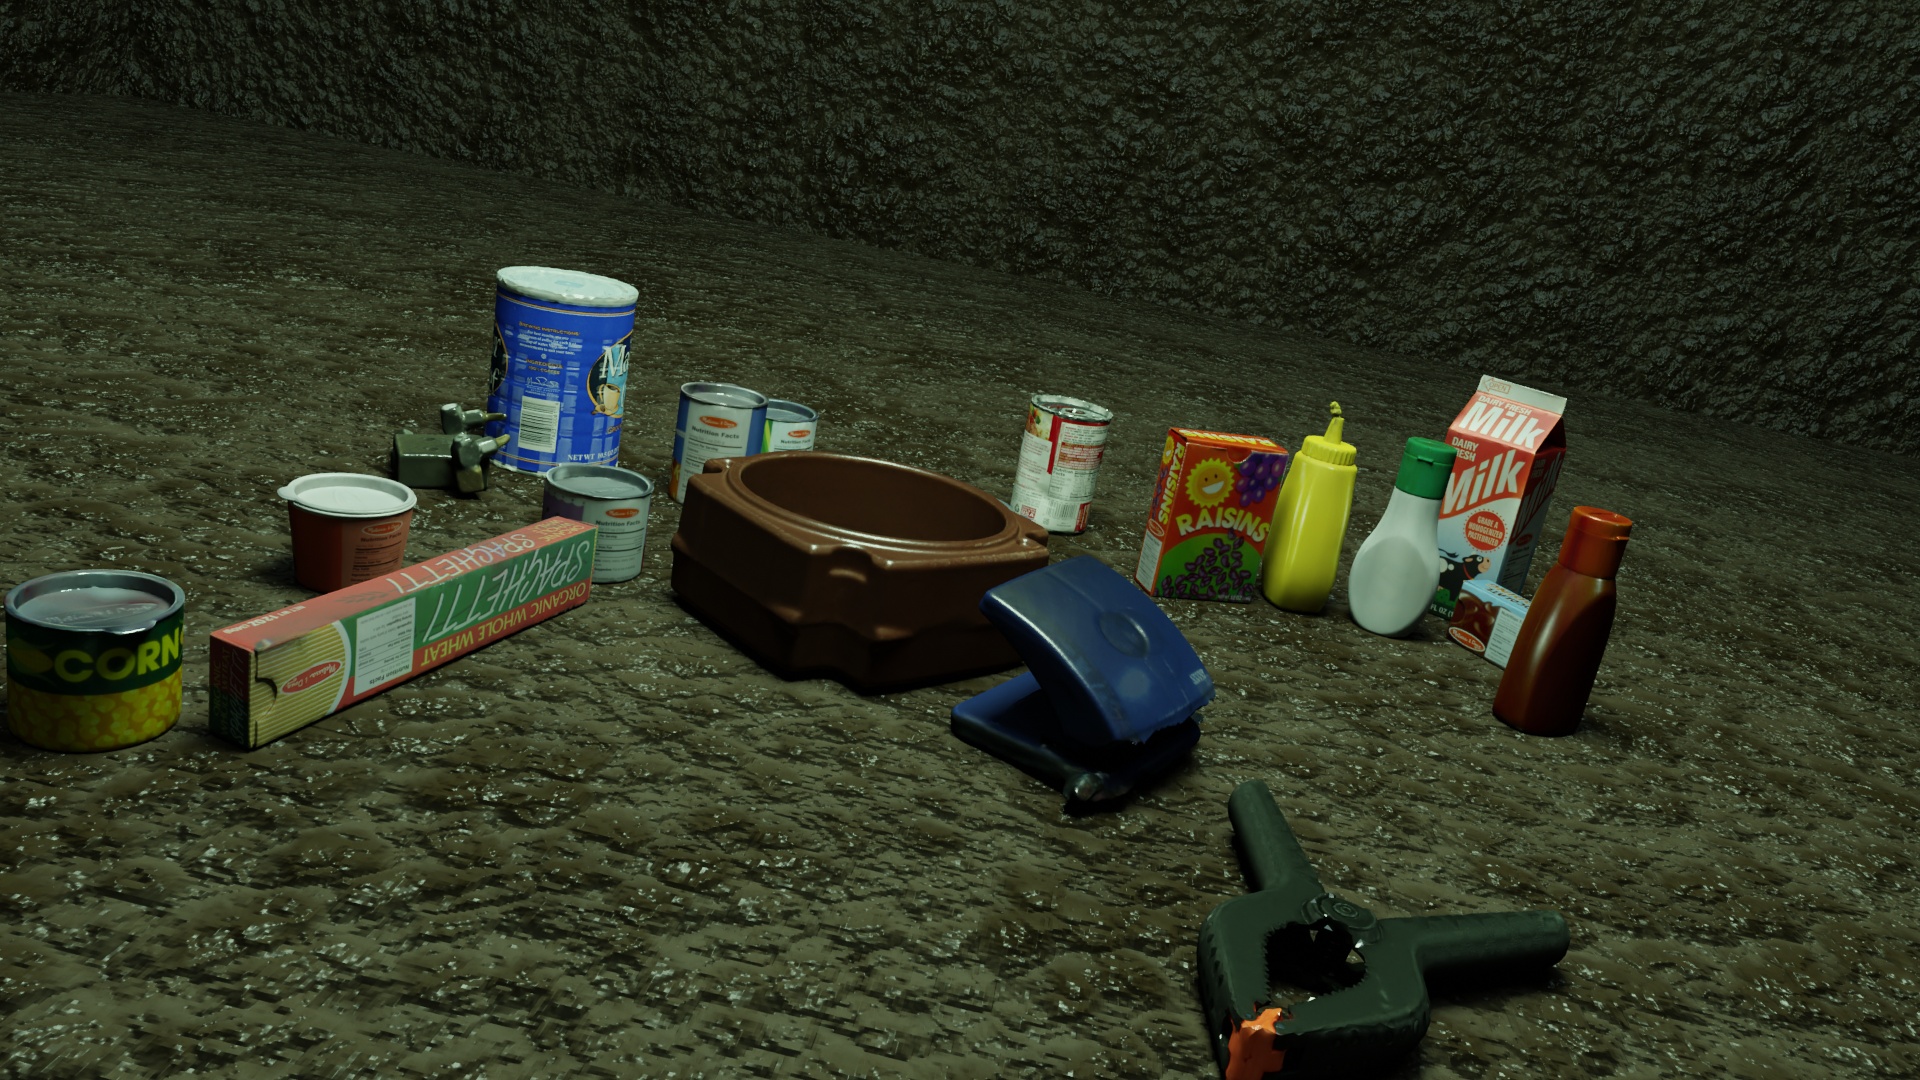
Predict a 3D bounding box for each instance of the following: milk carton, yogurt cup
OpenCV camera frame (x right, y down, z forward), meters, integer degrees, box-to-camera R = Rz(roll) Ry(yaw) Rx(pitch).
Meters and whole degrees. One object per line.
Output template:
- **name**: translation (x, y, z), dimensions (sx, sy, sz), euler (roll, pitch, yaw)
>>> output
- **milk carton**: translation (0.423, -0.031, 1.112), dimensions (0.072, 0.189, 0.074), euler (25, 22, 37)
- **yogurt cup**: translation (-0.348, -0.003, 0.792), dimensions (0.072, 0.053, 0.072), euler (10, 18, -3)

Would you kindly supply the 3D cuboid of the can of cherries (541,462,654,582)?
- **can of cherries**: translation (-0.232, -0.012, 0.880), dimensions (0.071, 0.058, 0.072), euler (10, 18, -3)

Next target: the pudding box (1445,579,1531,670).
- **pudding box**: translation (0.407, 0.066, 1.033), dimensions (0.030, 0.049, 0.084), euler (1, 21, -30)

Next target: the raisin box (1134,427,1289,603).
- **raisin box**: translation (0.187, -0.018, 1.041), dimensions (0.086, 0.123, 0.040), euler (6, 18, -17)

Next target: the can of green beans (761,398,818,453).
- **can of green beans**: translation (-0.153, -0.080, 1.134), dimensions (0.071, 0.057, 0.071), euler (10, 18, -3)

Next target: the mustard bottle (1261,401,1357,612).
- **mustard bottle**: translation (0.270, -0.027, 1.056), dimensions (0.049, 0.159, 0.065), euler (9, 18, -8)

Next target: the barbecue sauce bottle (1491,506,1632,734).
- **barbecue sauce bottle**: translation (0.398, 0.053, 0.910), dimensions (0.065, 0.148, 0.044), euler (1, 20, -29)

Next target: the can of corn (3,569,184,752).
- **can of corn**: translation (-0.373, 0.052, 0.601), dimensions (0.071, 0.058, 0.071), euler (10, 18, -3)

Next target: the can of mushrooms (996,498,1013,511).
- **can of mushrooms**: translation (0.004, -0.013, 1.064), dimensions (0.071, 0.033, 0.071), euler (10, 18, -3)

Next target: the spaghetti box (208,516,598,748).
- **spaghetti box**: translation (-0.273, 0.038, 0.716), dimensions (0.029, 0.050, 0.251), euler (17, 19, 17)

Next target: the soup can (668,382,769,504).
- **soup can**: translation (-0.183, -0.072, 1.049), dimensions (0.071, 0.083, 0.071), euler (10, 18, -3)

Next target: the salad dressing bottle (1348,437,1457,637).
- **salad dressing bottle**: translation (0.334, -0.002, 1.041), dimensions (0.064, 0.147, 0.044), euler (19, 19, 24)
